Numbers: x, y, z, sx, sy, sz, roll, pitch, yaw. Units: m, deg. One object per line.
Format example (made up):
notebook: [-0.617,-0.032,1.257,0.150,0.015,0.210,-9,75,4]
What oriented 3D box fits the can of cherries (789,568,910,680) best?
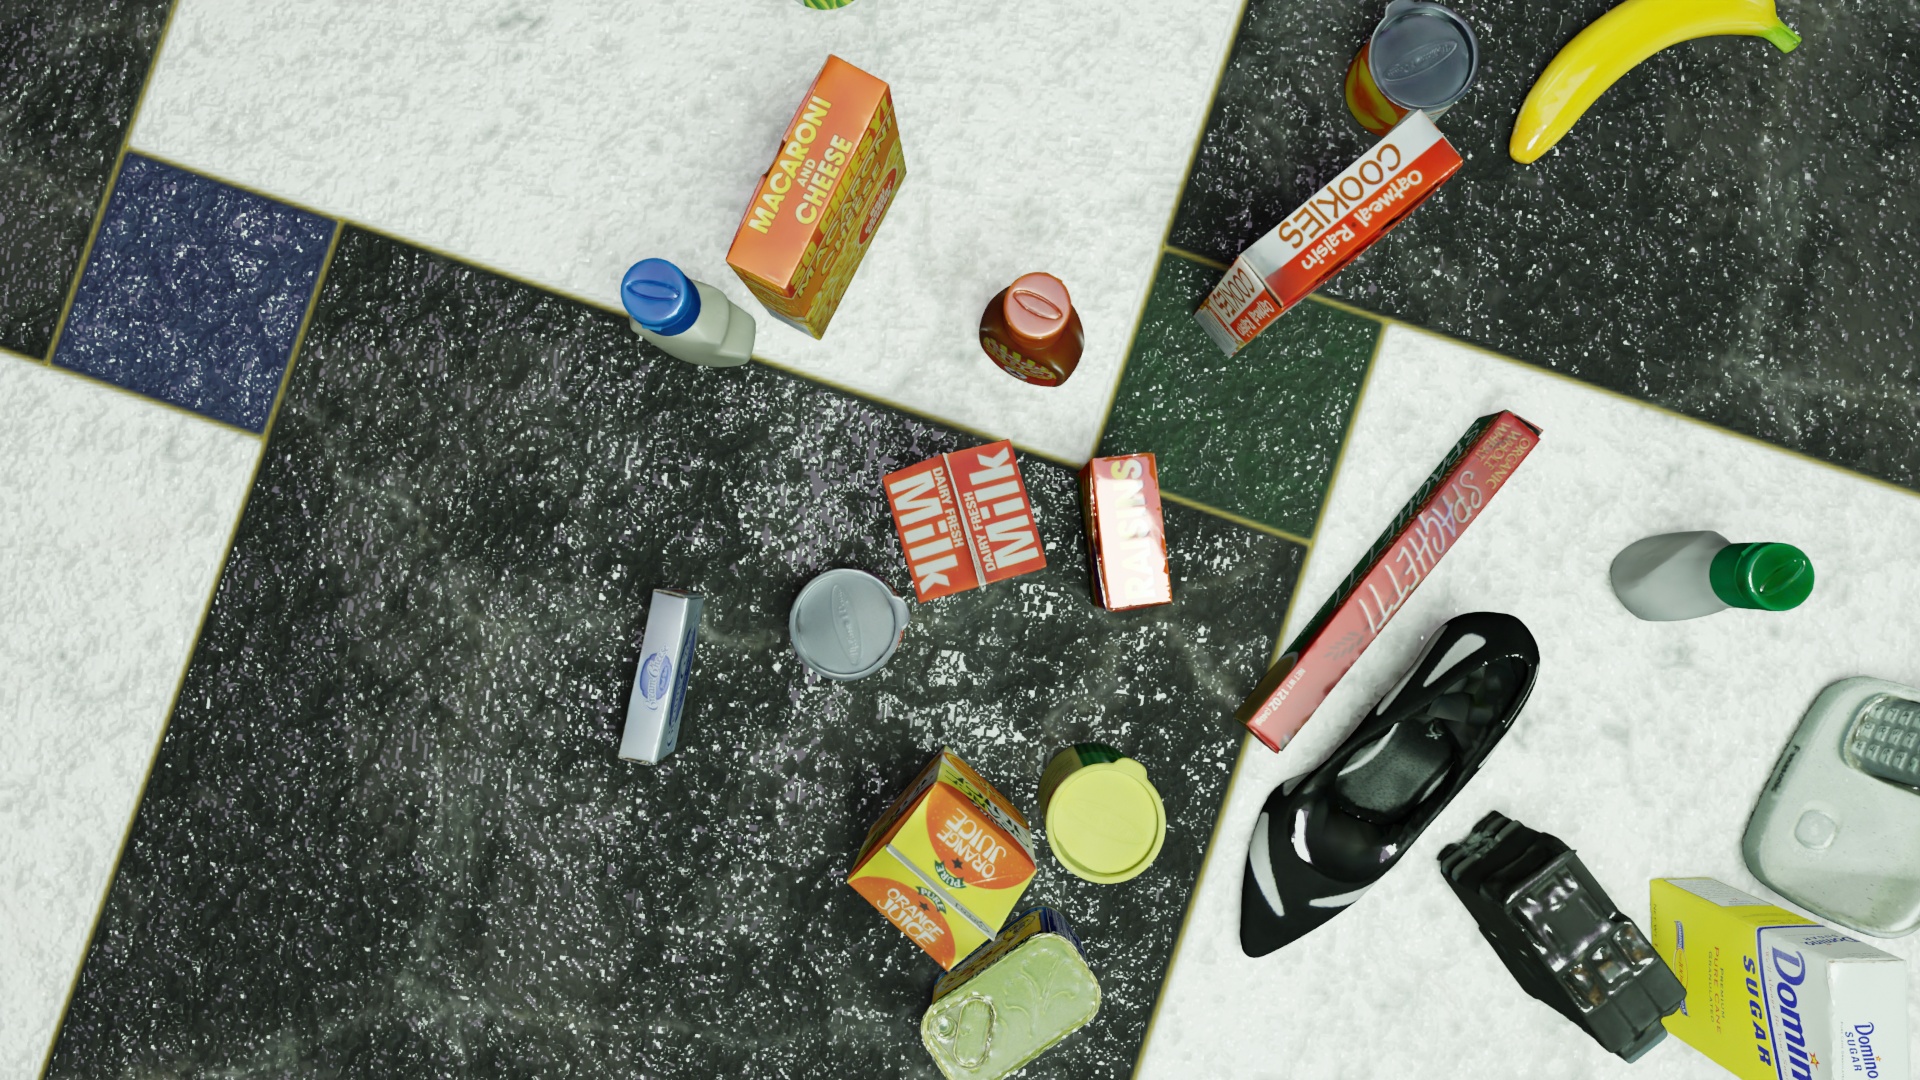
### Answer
can of cherries: [-0.065,0.050,0.845,0.071,0.058,0.071,0,88,1]

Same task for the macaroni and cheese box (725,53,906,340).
macaroni and cheese box: [-0.079,-0.189,0.799,0.040,0.166,0.123,27,89,1]

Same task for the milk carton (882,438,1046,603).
milk carton: [0.003,-0.010,0.780,0.073,0.190,0.072,-17,89,1]

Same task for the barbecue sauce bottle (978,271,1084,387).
barbecue sauce bottle: [0.042,-0.123,0.804,0.065,0.148,0.043,28,89,1]

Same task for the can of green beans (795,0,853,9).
can of green beans: [-0.087,-0.371,0.859,0.071,0.058,0.071,0,88,1]

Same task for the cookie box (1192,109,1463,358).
cookie box: [0.203,-0.168,0.794,0.123,0.167,0.040,-40,88,0]

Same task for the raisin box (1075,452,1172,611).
raisin box: [0.093,-0.004,0.812,0.040,0.123,0.086,-6,89,1]

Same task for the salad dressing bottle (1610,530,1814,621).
salad dressing bottle: [0.427,0.020,0.794,0.064,0.147,0.044,-36,88,0]

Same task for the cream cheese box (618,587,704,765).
cream cheese box: [-0.181,0.081,0.848,0.024,0.053,0.104,11,89,1]

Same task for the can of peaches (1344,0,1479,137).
can of peaches: [0.274,-0.289,0.851,0.071,0.058,0.071,0,88,1]

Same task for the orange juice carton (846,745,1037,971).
orange juice carton: [-0.009,0.175,0.773,0.072,0.192,0.073,41,90,2]

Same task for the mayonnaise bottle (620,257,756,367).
mayonnaise bottle: [-0.161,-0.131,0.808,0.065,0.148,0.041,9,89,1]

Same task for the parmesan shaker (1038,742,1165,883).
parmesan shaker: [0.083,0.155,0.817,0.071,0.103,0.071,0,89,1]

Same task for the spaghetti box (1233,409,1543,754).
spaghetti box: [0.258,0.023,0.846,0.029,0.050,0.250,40,89,2]
